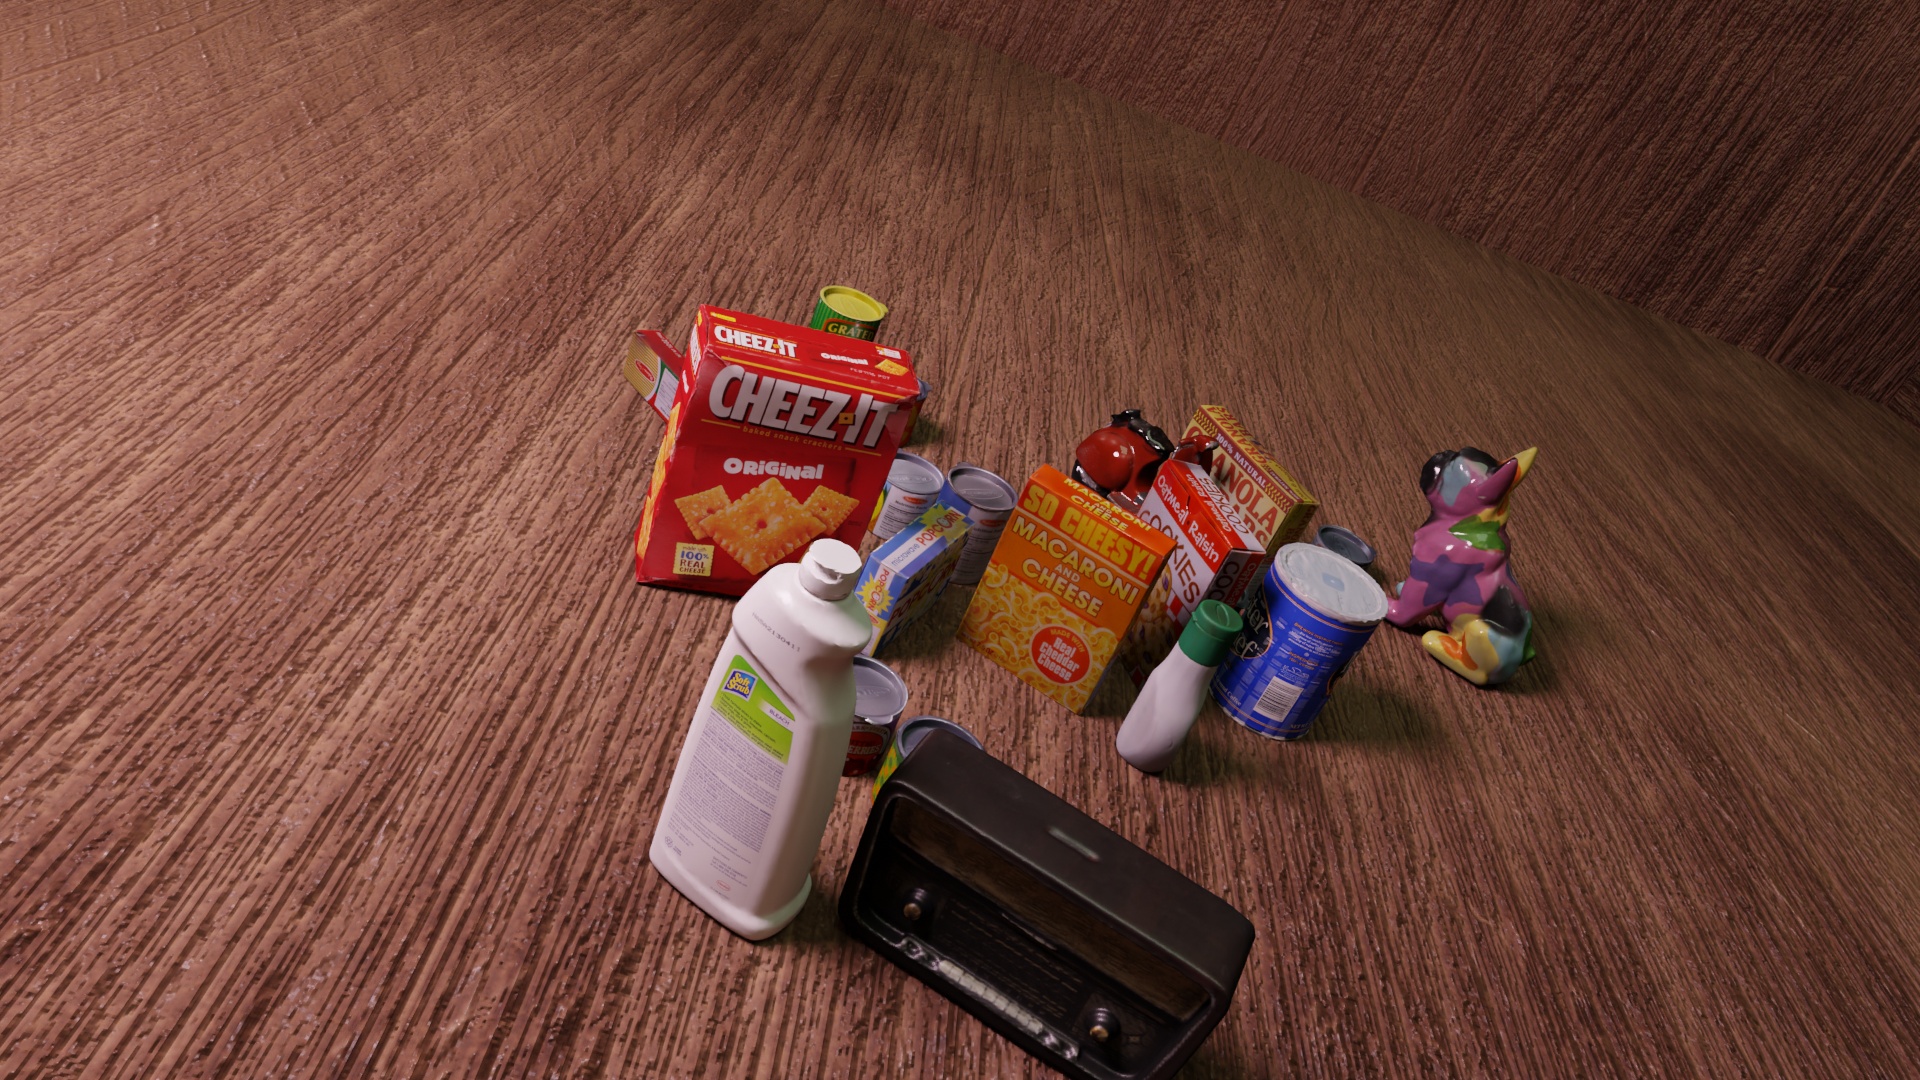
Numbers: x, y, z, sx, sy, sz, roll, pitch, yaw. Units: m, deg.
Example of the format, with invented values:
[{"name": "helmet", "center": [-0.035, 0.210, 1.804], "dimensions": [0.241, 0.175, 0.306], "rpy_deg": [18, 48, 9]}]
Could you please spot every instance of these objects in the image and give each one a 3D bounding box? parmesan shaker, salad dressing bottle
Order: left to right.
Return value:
[{"name": "parmesan shaker", "center": [-0.121, -0.192, 1.383], "dimensions": [0.071, 0.102, 0.072], "rpy_deg": [17, 31, -11]}, {"name": "salad dressing bottle", "center": [0.169, 0.113, 1.072], "dimensions": [0.044, 0.147, 0.064], "rpy_deg": [18, 31, -9]}]

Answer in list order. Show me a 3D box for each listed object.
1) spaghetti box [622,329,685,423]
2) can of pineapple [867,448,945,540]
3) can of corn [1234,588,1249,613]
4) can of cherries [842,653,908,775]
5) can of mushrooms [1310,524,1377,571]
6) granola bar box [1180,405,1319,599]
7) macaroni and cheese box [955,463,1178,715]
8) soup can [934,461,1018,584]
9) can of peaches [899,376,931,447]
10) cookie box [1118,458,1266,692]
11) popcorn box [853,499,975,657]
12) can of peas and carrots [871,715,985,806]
[{"name": "spaghetti box", "center": [-0.222, -0.100, 1.226], "dimensions": [0.029, 0.050, 0.251], "rpy_deg": [-11, 45, -44]}, {"name": "can of pineapple", "center": [-0.053, -0.040, 1.240], "dimensions": [0.071, 0.057, 0.071], "rpy_deg": [17, 32, -11]}, {"name": "can of corn", "center": [0.223, 0.061, 1.273], "dimensions": [0.071, 0.058, 0.071], "rpy_deg": [17, 32, -11]}, {"name": "can of cherries", "center": [-0.077, 0.124, 0.975], "dimensions": [0.071, 0.058, 0.072], "rpy_deg": [17, 32, -11]}, {"name": "can of mushrooms", "center": [0.408, 0.016, 1.489], "dimensions": [0.071, 0.033, 0.071], "rpy_deg": [17, 32, -11]}, {"name": "granola bar box", "center": [0.270, -0.039, 1.393], "dimensions": [0.039, 0.123, 0.166], "rpy_deg": [0, 38, -34]}, {"name": "macaroni and cheese box", "center": [0.082, 0.039, 1.106], "dimensions": [0.124, 0.165, 0.040], "rpy_deg": [32, 32, 13]}, {"name": "soup can", "center": [0.004, -0.015, 1.217], "dimensions": [0.071, 0.083, 0.072], "rpy_deg": [17, 31, -11]}, {"name": "can of peaches", "center": [-0.070, -0.132, 1.369], "dimensions": [0.071, 0.057, 0.071], "rpy_deg": [17, 32, -11]}, {"name": "cookie box", "center": [0.179, 0.034, 1.178], "dimensions": [0.040, 0.166, 0.123], "rpy_deg": [6, 35, -28]}, {"name": "popcorn box", "center": [-0.043, 0.029, 1.116], "dimensions": [0.038, 0.084, 0.127], "rpy_deg": [31, 32, 12]}, {"name": "can of peas and carrots", "center": [-0.022, 0.165, 0.950], "dimensions": [0.071, 0.058, 0.071], "rpy_deg": [17, 32, -11]}]
